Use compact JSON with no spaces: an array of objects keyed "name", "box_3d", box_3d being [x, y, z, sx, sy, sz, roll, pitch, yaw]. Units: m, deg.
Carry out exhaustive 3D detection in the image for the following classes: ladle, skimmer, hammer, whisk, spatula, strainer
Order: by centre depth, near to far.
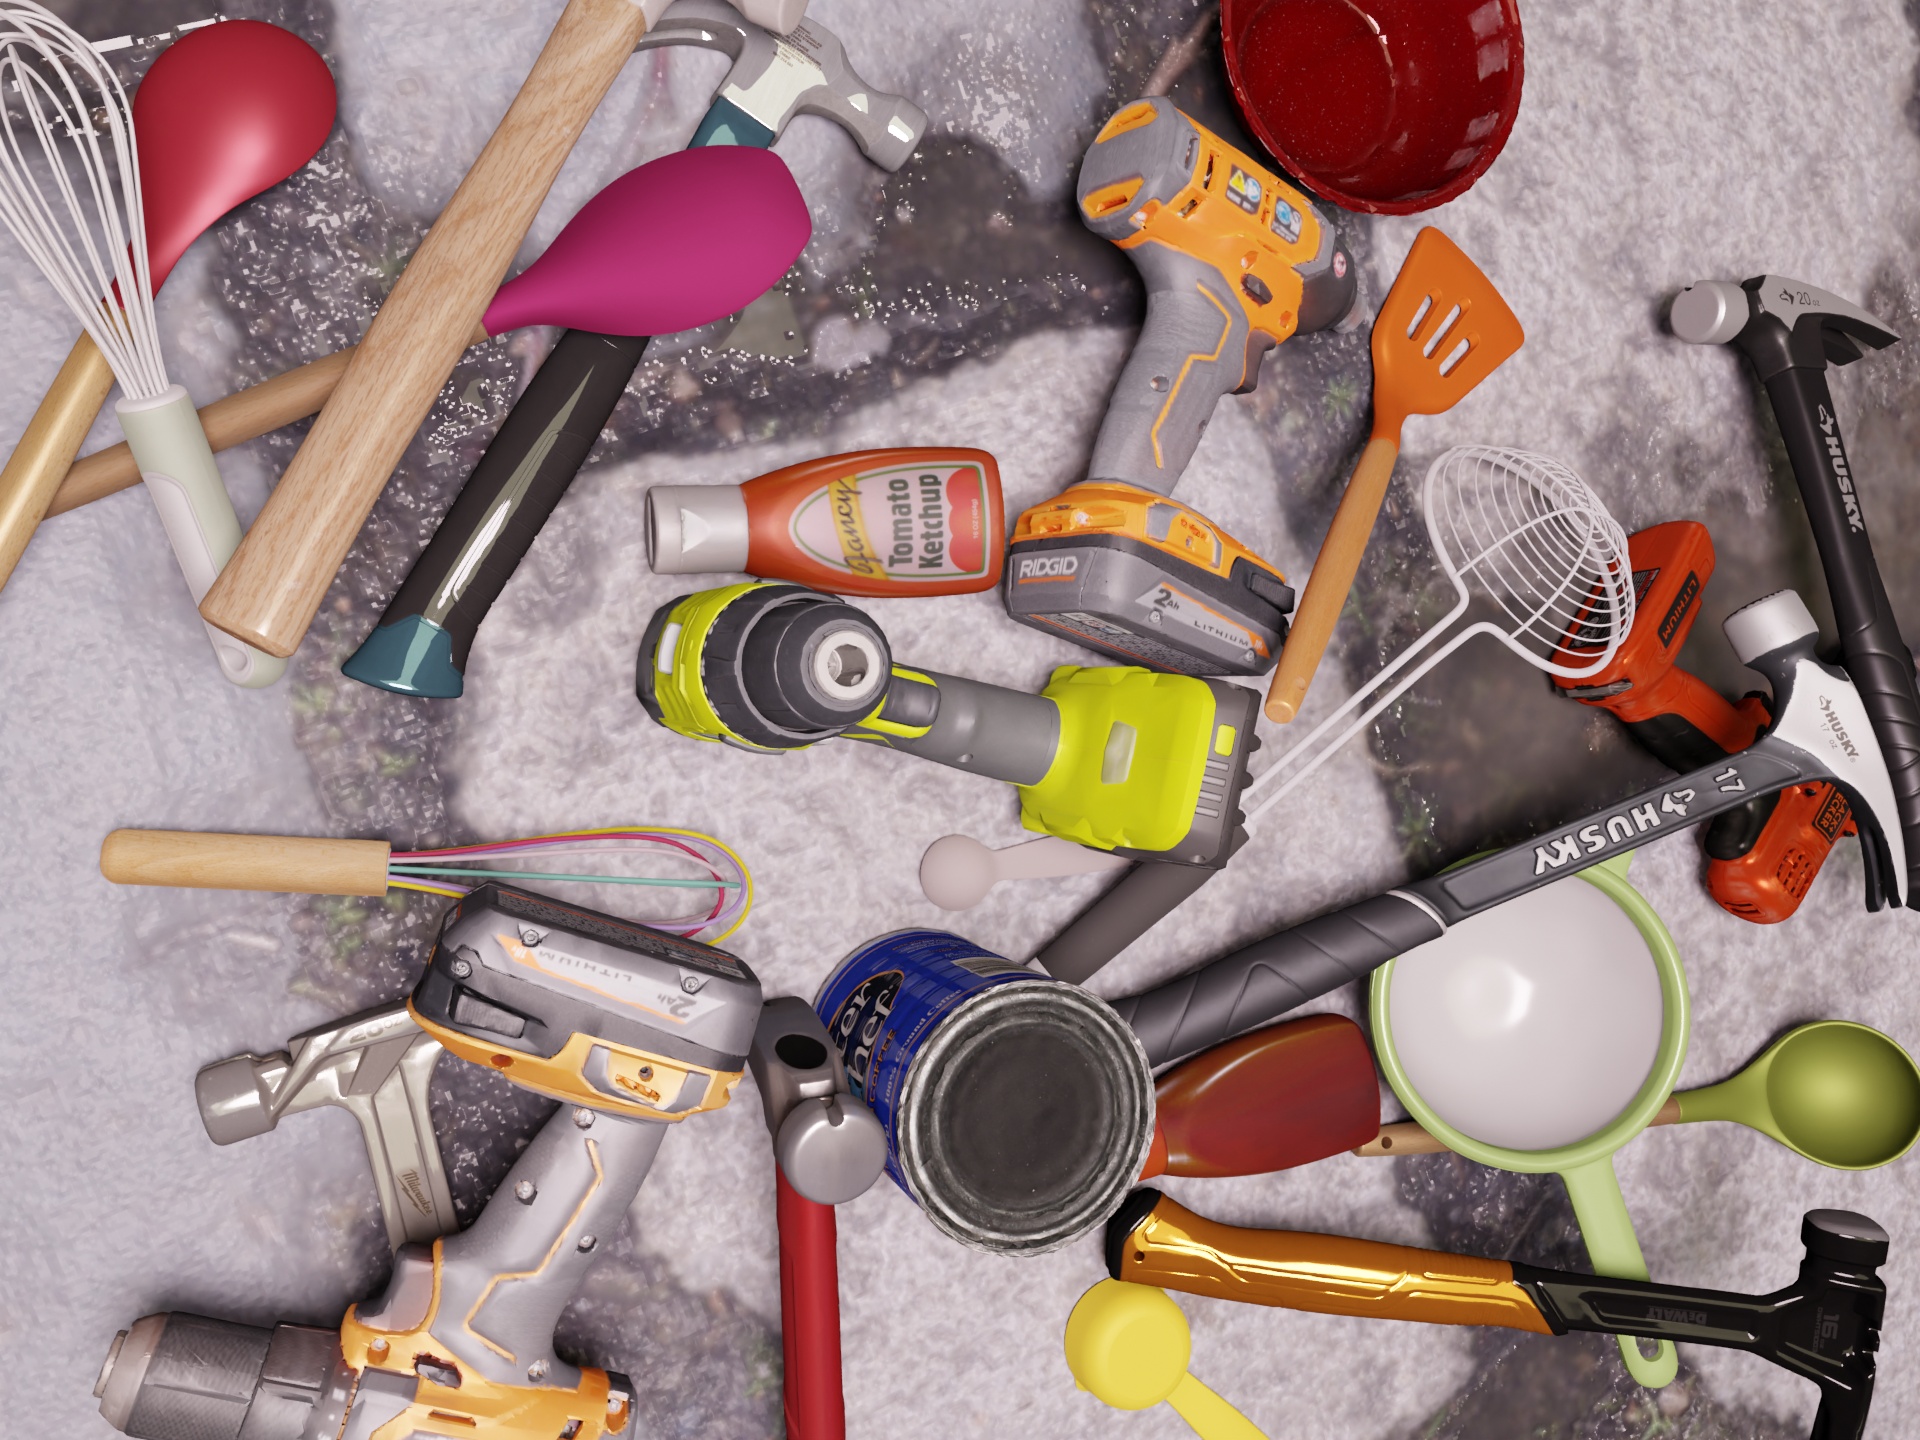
[{"name":"whisk","box_3d":[-0.285,-0.119,0.554,0.059,0.058,0.246,-55,143,-52]},{"name":"ladle","box_3d":[-0.317,-0.125,0.577,0.069,0.031,0.315,23,80,-3]},{"name":"hammer","box_3d":[-0.184,-0.176,0.588,0.130,0.031,0.331,24,77,4]},{"name":"whisk","box_3d":[-0.203,0.063,0.625,0.245,0.051,0.047,5,95,-16]},{"name":"hammer","box_3d":[-0.184,0.286,0.636,0.149,0.037,0.359,-14,94,-19]},{"name":"hammer","box_3d":[-0.144,-0.151,0.648,0.128,0.033,0.331,32,80,-18]},{"name":"hammer","box_3d":[-0.063,0.309,0.659,0.038,0.143,0.386,-5,103,-18]},{"name":"hammer","box_3d":[0.233,0.264,0.715,0.337,0.034,0.127,6,93,5]},{"name":"spatula","box_3d":[0.191,-0.113,0.716,0.081,0.041,0.323,43,48,-15]},{"name":"hammer","box_3d":[0.227,0.084,0.719,0.409,0.036,0.149,-23,77,-2]},{"name":"skimmer","box_3d":[0.171,0.006,0.751,0.363,0.090,0.127,-40,89,-3]},{"name":"strainer","box_3d":[0.281,0.186,0.765,0.151,0.069,0.256,-18,87,-4]},{"name":"hammer","box_3d":[0.460,-0.066,0.811,0.146,0.035,0.335,-5,79,-30]},{"name":"ladle","box_3d":[0.349,0.201,0.812,0.320,0.062,0.078,-1,80,-16]}]

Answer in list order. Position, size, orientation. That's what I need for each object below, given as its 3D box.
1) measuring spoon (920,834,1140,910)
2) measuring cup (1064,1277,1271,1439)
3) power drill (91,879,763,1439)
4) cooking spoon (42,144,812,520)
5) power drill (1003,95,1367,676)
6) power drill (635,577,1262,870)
[{"name":"measuring spoon","box_3d":[0.042,0.063,0.722,0.124,0.018,0.034,-8,93,-20]},{"name":"measuring cup","box_3d":[0.113,0.321,0.742,0.156,0.029,0.062,45,77,-12]},{"name":"power drill","box_3d":[-0.186,0.177,0.578,0.185,0.084,0.226,20,88,-17]},{"name":"cooking spoon","box_3d":[-0.207,-0.143,0.606,0.319,0.017,0.069,-25,89,-7]},{"name":"power drill","box_3d":[0.111,-0.137,0.707,0.164,0.084,0.226,18,80,-36]},{"name":"power drill","box_3d":[-0.001,-0.002,0.620,0.228,0.190,0.080,14,86,-23]}]
